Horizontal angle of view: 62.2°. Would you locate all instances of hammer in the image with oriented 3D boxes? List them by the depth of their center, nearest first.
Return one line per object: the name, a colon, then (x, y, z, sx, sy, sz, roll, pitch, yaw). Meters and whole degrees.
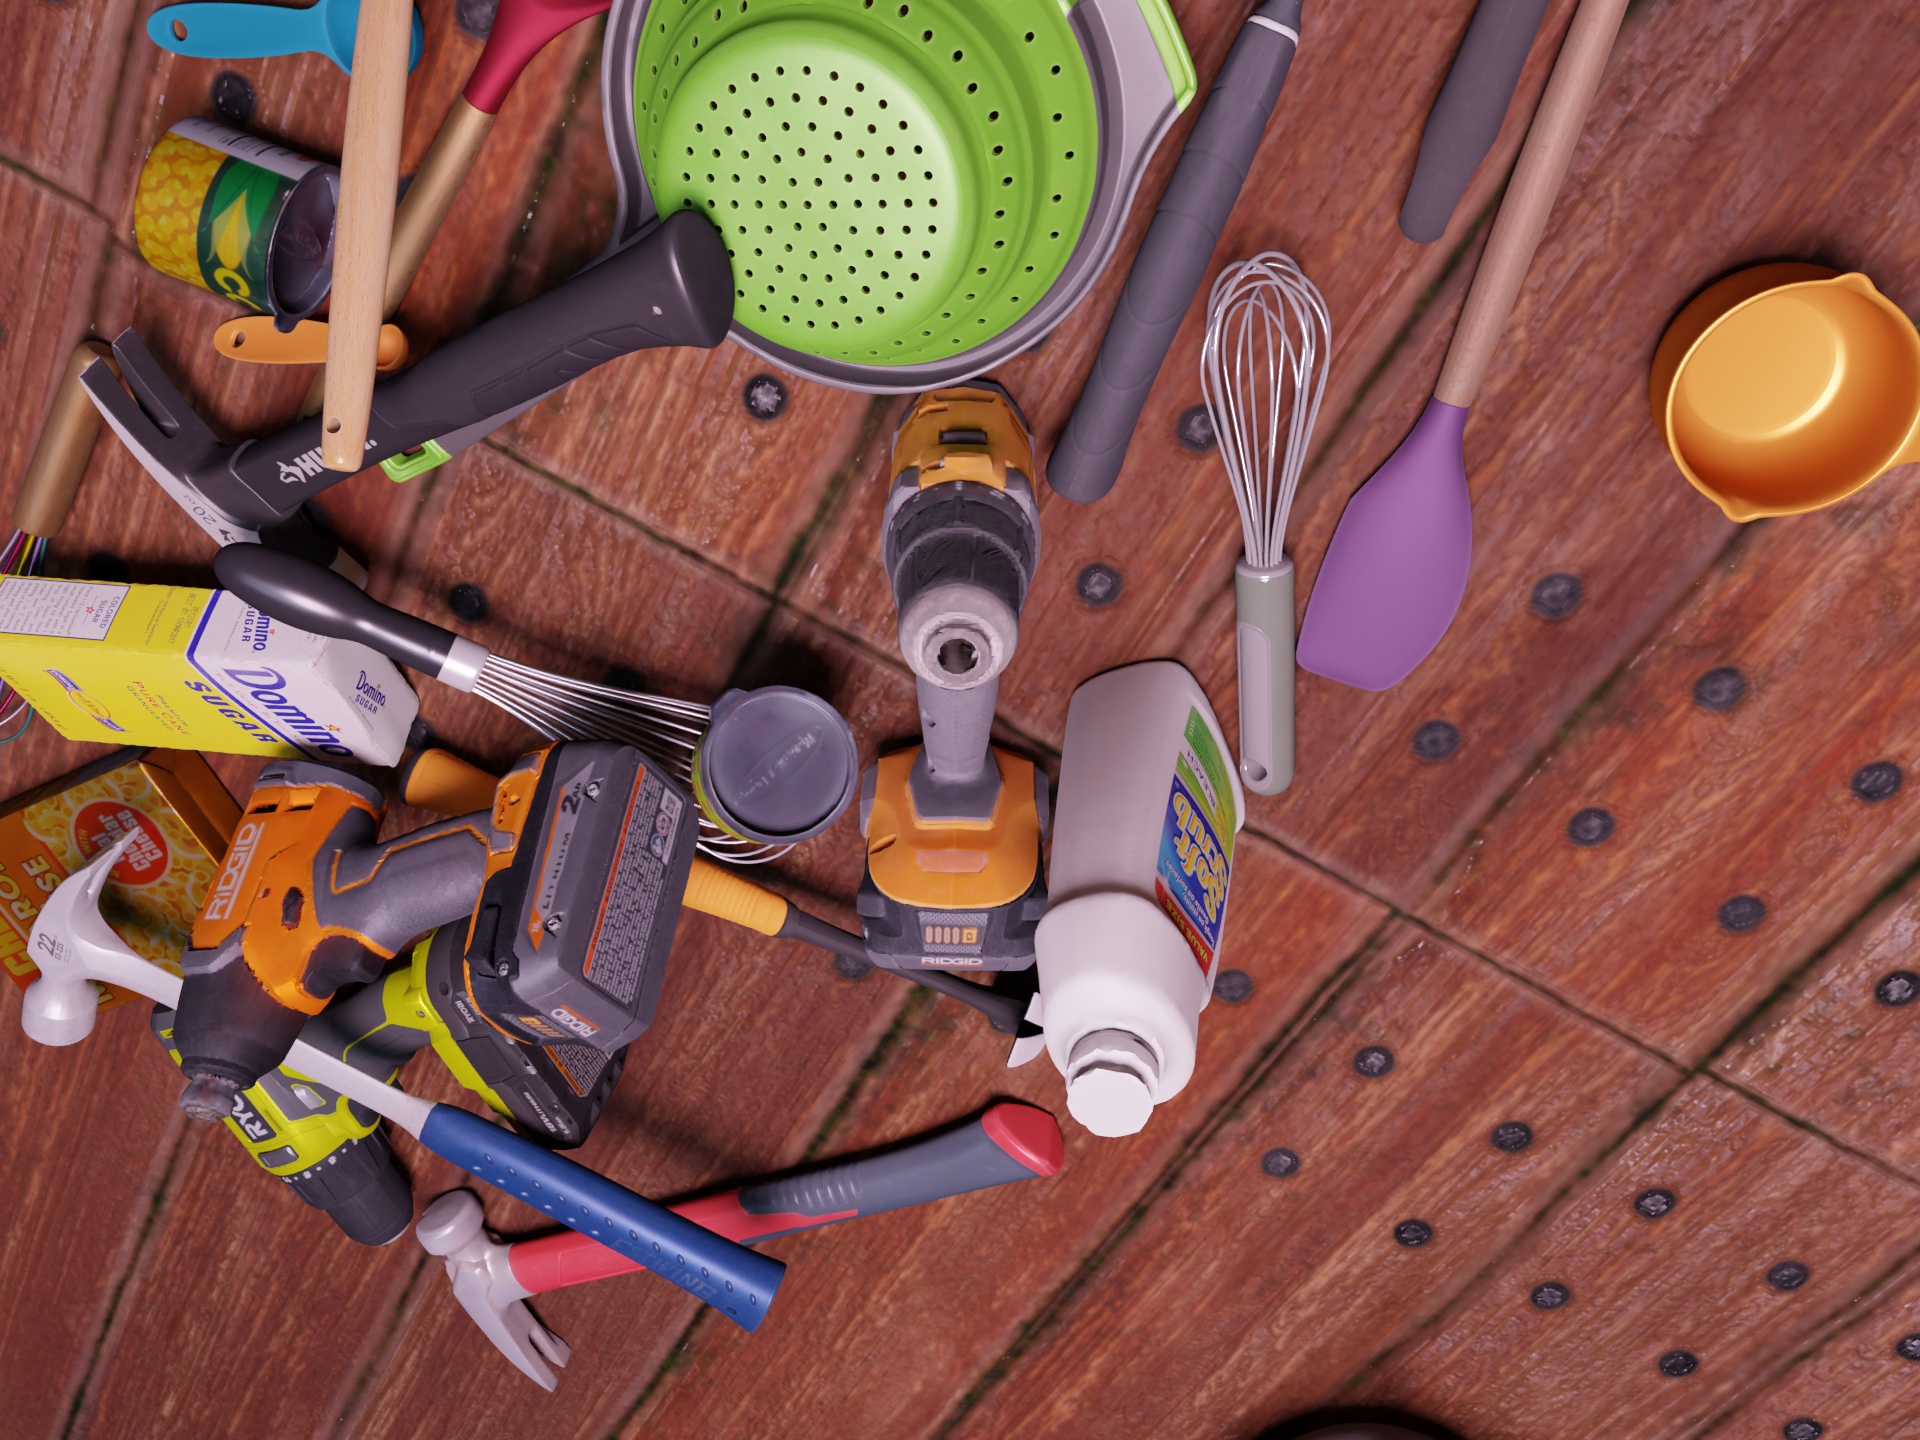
hammer: (0.113, -0.246, 0.533, 0.036, 0.149, 0.408, 25, 126, 2)
hammer: (-0.213, -0.128, 0.619, 0.335, 0.035, 0.146, -11, 132, 38)
hammer: (-0.114, 0.084, 0.759, 0.337, 0.127, 0.034, 21, 86, 5)
hammer: (-0.272, 0.190, 0.786, 0.405, 0.035, 0.144, 28, 123, -2)
hammer: (-0.118, 0.293, 0.902, 0.386, 0.038, 0.143, -18, 114, 19)

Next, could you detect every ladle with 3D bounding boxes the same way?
ladle: (-0.206, -0.228, 0.646, 0.069, 0.031, 0.315, 39, 119, -7)

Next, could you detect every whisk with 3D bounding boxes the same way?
whisk: (0.207, -0.298, 0.518, 0.073, 0.073, 0.295, 17, 125, 1)
whisk: (0.126, -0.072, 0.661, 0.058, 0.059, 0.246, 25, 134, 42)
whisk: (-0.192, -0.013, 0.716, 0.284, 0.070, 0.070, 26, 120, -17)
whisk: (-0.449, -0.075, 0.763, 0.051, 0.047, 0.245, 33, 115, -7)

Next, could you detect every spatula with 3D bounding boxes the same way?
spatula: (0.203, -0.148, 0.620, 0.060, 0.018, 0.315, 17, 121, 8)

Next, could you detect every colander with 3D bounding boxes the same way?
colander: (-0.108, -0.169, 0.600, 0.397, 0.095, 0.204, -23, 117, 27)

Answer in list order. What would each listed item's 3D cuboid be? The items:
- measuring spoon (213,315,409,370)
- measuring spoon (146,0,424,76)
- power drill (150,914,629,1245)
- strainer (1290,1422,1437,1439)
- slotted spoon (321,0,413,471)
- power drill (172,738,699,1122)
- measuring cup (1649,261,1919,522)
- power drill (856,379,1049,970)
measuring spoon: (-0.280, -0.162, 0.687, 0.117, 0.011, 0.021, 9, 86, 27)
measuring spoon: (-0.269, -0.279, 0.640, 0.128, 0.021, 0.042, 8, 120, 16)
power drill: (-0.300, 0.195, 0.862, 0.228, 0.080, 0.190, -19, 113, 22)
strainer: (0.282, 0.508, 0.916, 0.340, 0.095, 0.211, 41, 120, -14)
slotted spoon: (-0.205, -0.244, 0.562, 0.070, 0.031, 0.314, 4, 89, 14)
power drill: (-0.237, 0.092, 0.683, 0.226, 0.164, 0.084, -6, 146, 24)
measuring cup: (0.346, -0.116, 0.594, 0.173, 0.052, 0.095, 14, 119, 0)
power drill: (-0.001, -0.002, 0.642, 0.084, 0.185, 0.226, 1, 121, 0)
